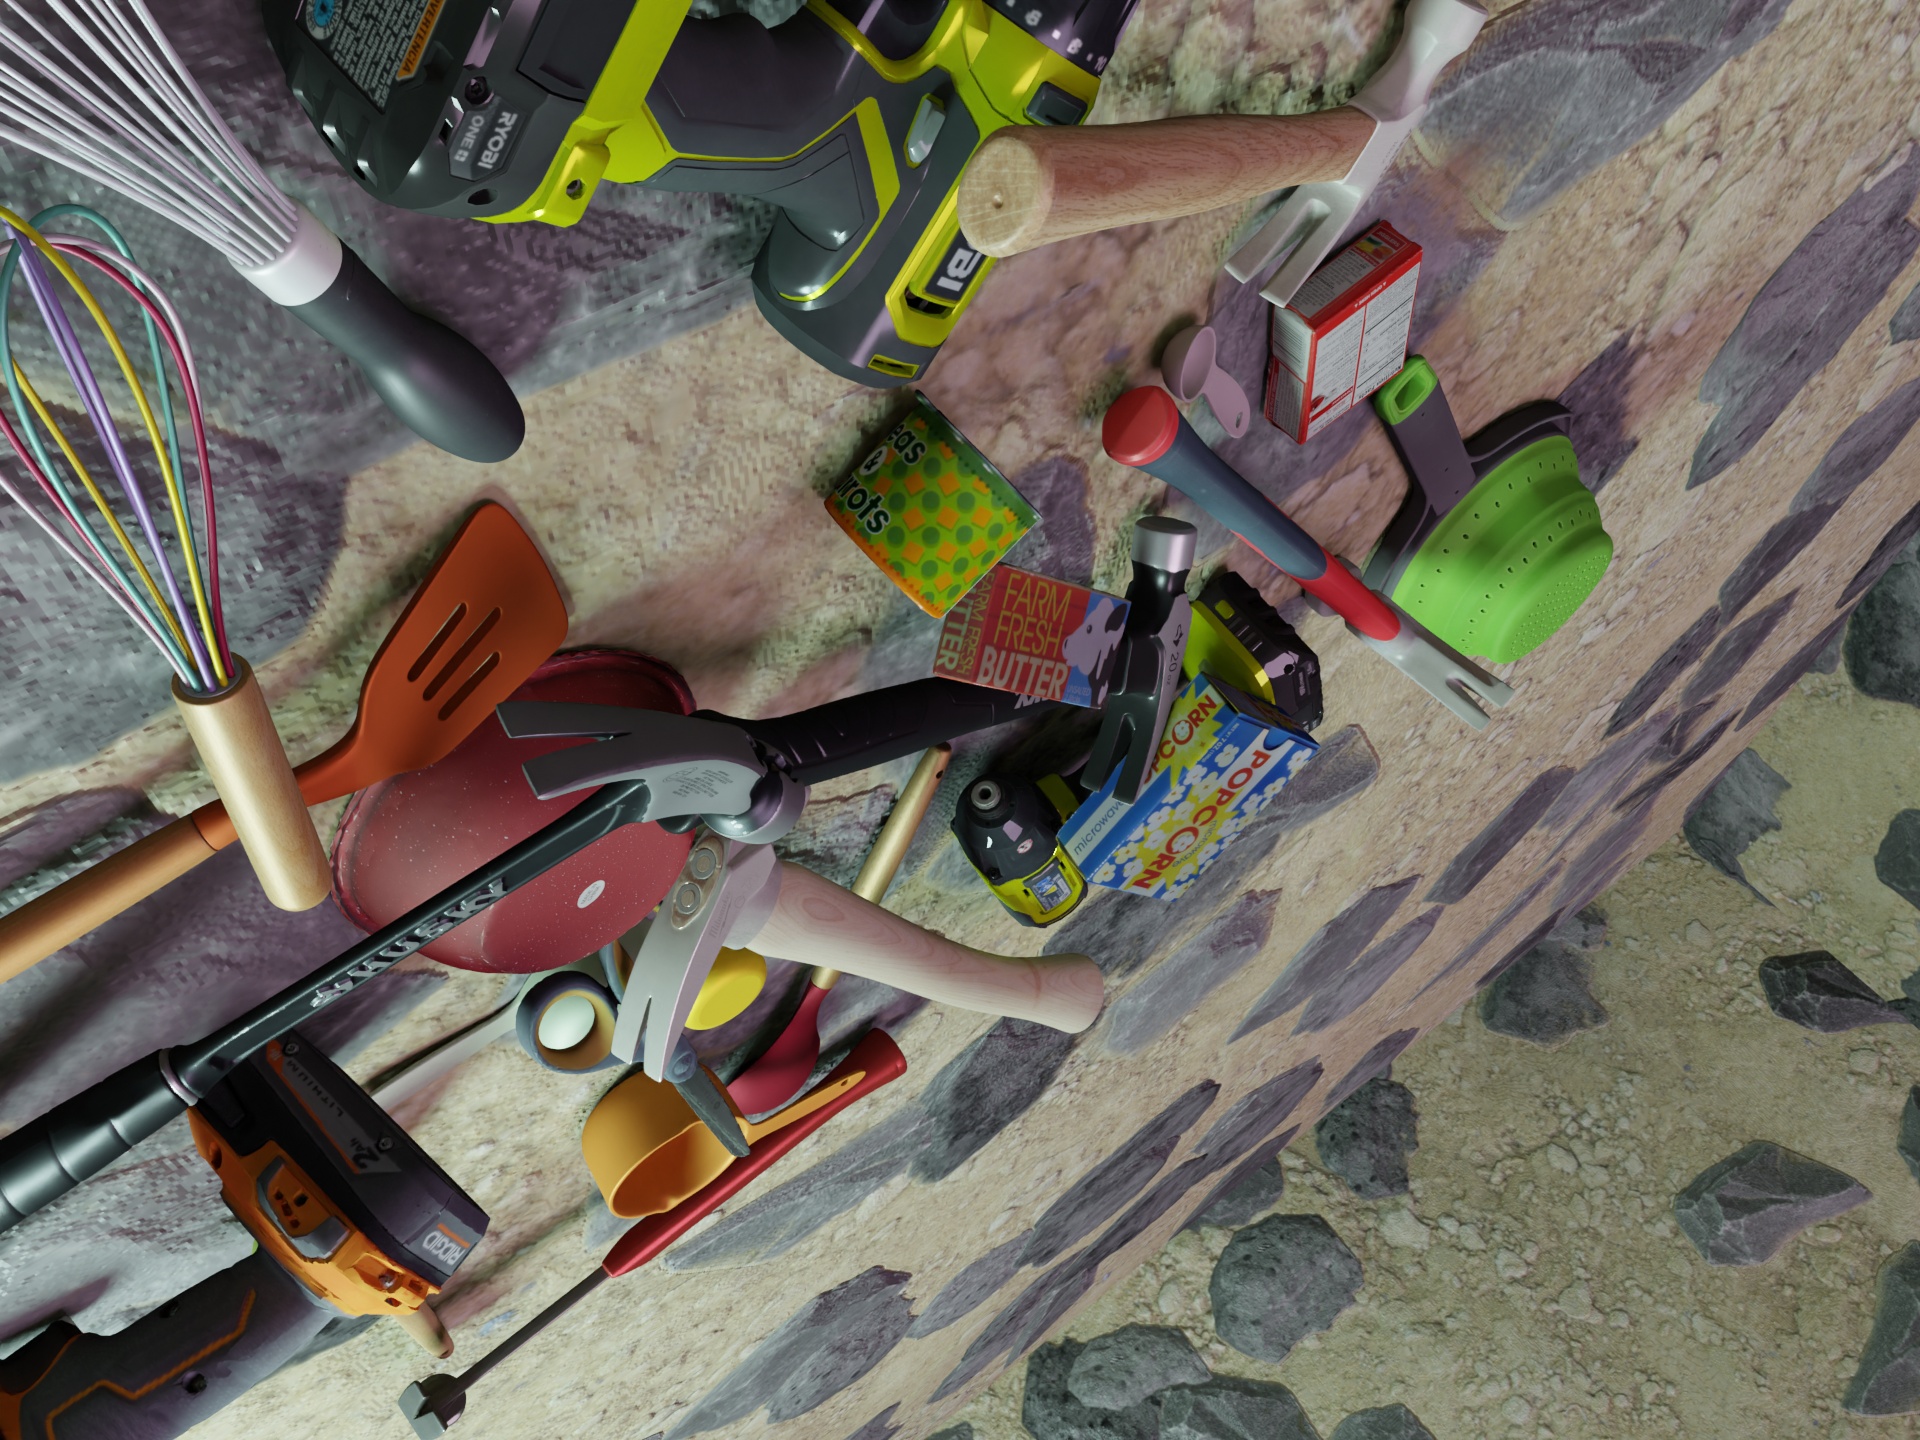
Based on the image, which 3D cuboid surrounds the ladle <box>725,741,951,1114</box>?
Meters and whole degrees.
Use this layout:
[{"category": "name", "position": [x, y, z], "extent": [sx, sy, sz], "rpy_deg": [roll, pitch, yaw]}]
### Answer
[{"category": "ladle", "position": [-0.070, 0.131, 0.914], "extent": [0.069, 0.031, 0.315], "rpy_deg": [-13, 140, -46]}]

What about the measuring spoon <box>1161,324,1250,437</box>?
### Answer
[{"category": "measuring spoon", "position": [0.116, -0.156, 0.750], "extent": [0.124, 0.018, 0.034], "rpy_deg": [15, 97, -67]}]

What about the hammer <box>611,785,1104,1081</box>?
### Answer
[{"category": "hammer", "position": [-0.024, 0.139, 0.861], "extent": [0.410, 0.038, 0.146], "rpy_deg": [31, 83, -57]}]

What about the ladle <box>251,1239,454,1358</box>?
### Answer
[{"category": "ladle", "position": [-0.295, 0.303, 0.830], "extent": [0.078, 0.062, 0.320], "rpy_deg": [-31, 154, -22]}]

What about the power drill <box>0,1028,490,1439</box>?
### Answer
[{"category": "power drill", "position": [-0.314, 0.227, 0.601], "extent": [0.226, 0.164, 0.084], "rpy_deg": [-46, 157, -21]}]

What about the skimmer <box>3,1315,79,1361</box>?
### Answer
[{"category": "skimmer", "position": [-0.523, 0.340, 0.600], "extent": [0.363, 0.090, 0.127], "rpy_deg": [-37, 153, -34]}]

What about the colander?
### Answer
[{"category": "colander", "position": [0.338, -0.123, 1.010], "extent": [0.204, 0.095, 0.396], "rpy_deg": [-47, 154, 9]}]

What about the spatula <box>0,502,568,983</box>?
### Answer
[{"category": "spatula", "position": [-0.268, 0.042, 0.511], "extent": [0.322, 0.041, 0.081], "rpy_deg": [-32, 152, -11]}]

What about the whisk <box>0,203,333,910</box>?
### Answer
[{"category": "whisk", "position": [-0.210, -0.029, 0.428], "extent": [0.047, 0.051, 0.244], "rpy_deg": [3, 137, -1]}]

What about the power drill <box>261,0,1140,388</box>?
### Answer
[{"category": "power drill", "position": [-0.038, -0.190, 0.413], "extent": [0.228, 0.080, 0.190], "rpy_deg": [-4, 135, -55]}]

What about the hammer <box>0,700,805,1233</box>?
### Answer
[{"category": "hammer", "position": [-0.247, 0.110, 0.527], "extent": [0.409, 0.036, 0.149], "rpy_deg": [-31, 163, 7]}]

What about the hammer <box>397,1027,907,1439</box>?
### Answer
[{"category": "hammer", "position": [-0.175, 0.303, 0.970], "extent": [0.359, 0.037, 0.149], "rpy_deg": [-34, 171, -28]}]

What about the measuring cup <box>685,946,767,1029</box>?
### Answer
[{"category": "measuring cup", "position": [-0.122, 0.109, 0.799], "extent": [0.062, 0.029, 0.156], "rpy_deg": [-28, 152, -27]}]

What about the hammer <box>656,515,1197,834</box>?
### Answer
[{"category": "hammer", "position": [-0.001, -0.002, 0.713], "extent": [0.334, 0.035, 0.146], "rpy_deg": [-17, 121, -48]}]

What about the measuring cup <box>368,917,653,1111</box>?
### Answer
[{"category": "measuring cup", "position": [-0.204, 0.154, 0.743], "extent": [0.167, 0.038, 0.083], "rpy_deg": [-30, 152, -27]}]

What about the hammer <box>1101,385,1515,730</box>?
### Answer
[{"category": "hammer", "position": [0.185, -0.081, 0.836], "extent": [0.038, 0.143, 0.386], "rpy_deg": [-52, 148, 11]}]

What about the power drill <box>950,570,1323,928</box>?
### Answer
[{"category": "power drill", "position": [0.099, 0.021, 0.925], "extent": [0.223, 0.080, 0.171], "rpy_deg": [-37, 154, -3]}]

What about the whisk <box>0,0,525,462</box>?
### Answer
[{"category": "whisk", "position": [-0.171, -0.122, 0.355], "extent": [0.070, 0.070, 0.284], "rpy_deg": [-42, 159, -1]}]

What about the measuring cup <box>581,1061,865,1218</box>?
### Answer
[{"category": "measuring cup", "position": [-0.137, 0.221, 0.920], "extent": [0.173, 0.052, 0.095], "rpy_deg": [-19, 145, -37]}]

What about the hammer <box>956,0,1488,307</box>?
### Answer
[{"category": "hammer", "position": [0.095, -0.194, 0.554], "extent": [0.331, 0.031, 0.130], "rpy_deg": [-33, 158, -52]}]
